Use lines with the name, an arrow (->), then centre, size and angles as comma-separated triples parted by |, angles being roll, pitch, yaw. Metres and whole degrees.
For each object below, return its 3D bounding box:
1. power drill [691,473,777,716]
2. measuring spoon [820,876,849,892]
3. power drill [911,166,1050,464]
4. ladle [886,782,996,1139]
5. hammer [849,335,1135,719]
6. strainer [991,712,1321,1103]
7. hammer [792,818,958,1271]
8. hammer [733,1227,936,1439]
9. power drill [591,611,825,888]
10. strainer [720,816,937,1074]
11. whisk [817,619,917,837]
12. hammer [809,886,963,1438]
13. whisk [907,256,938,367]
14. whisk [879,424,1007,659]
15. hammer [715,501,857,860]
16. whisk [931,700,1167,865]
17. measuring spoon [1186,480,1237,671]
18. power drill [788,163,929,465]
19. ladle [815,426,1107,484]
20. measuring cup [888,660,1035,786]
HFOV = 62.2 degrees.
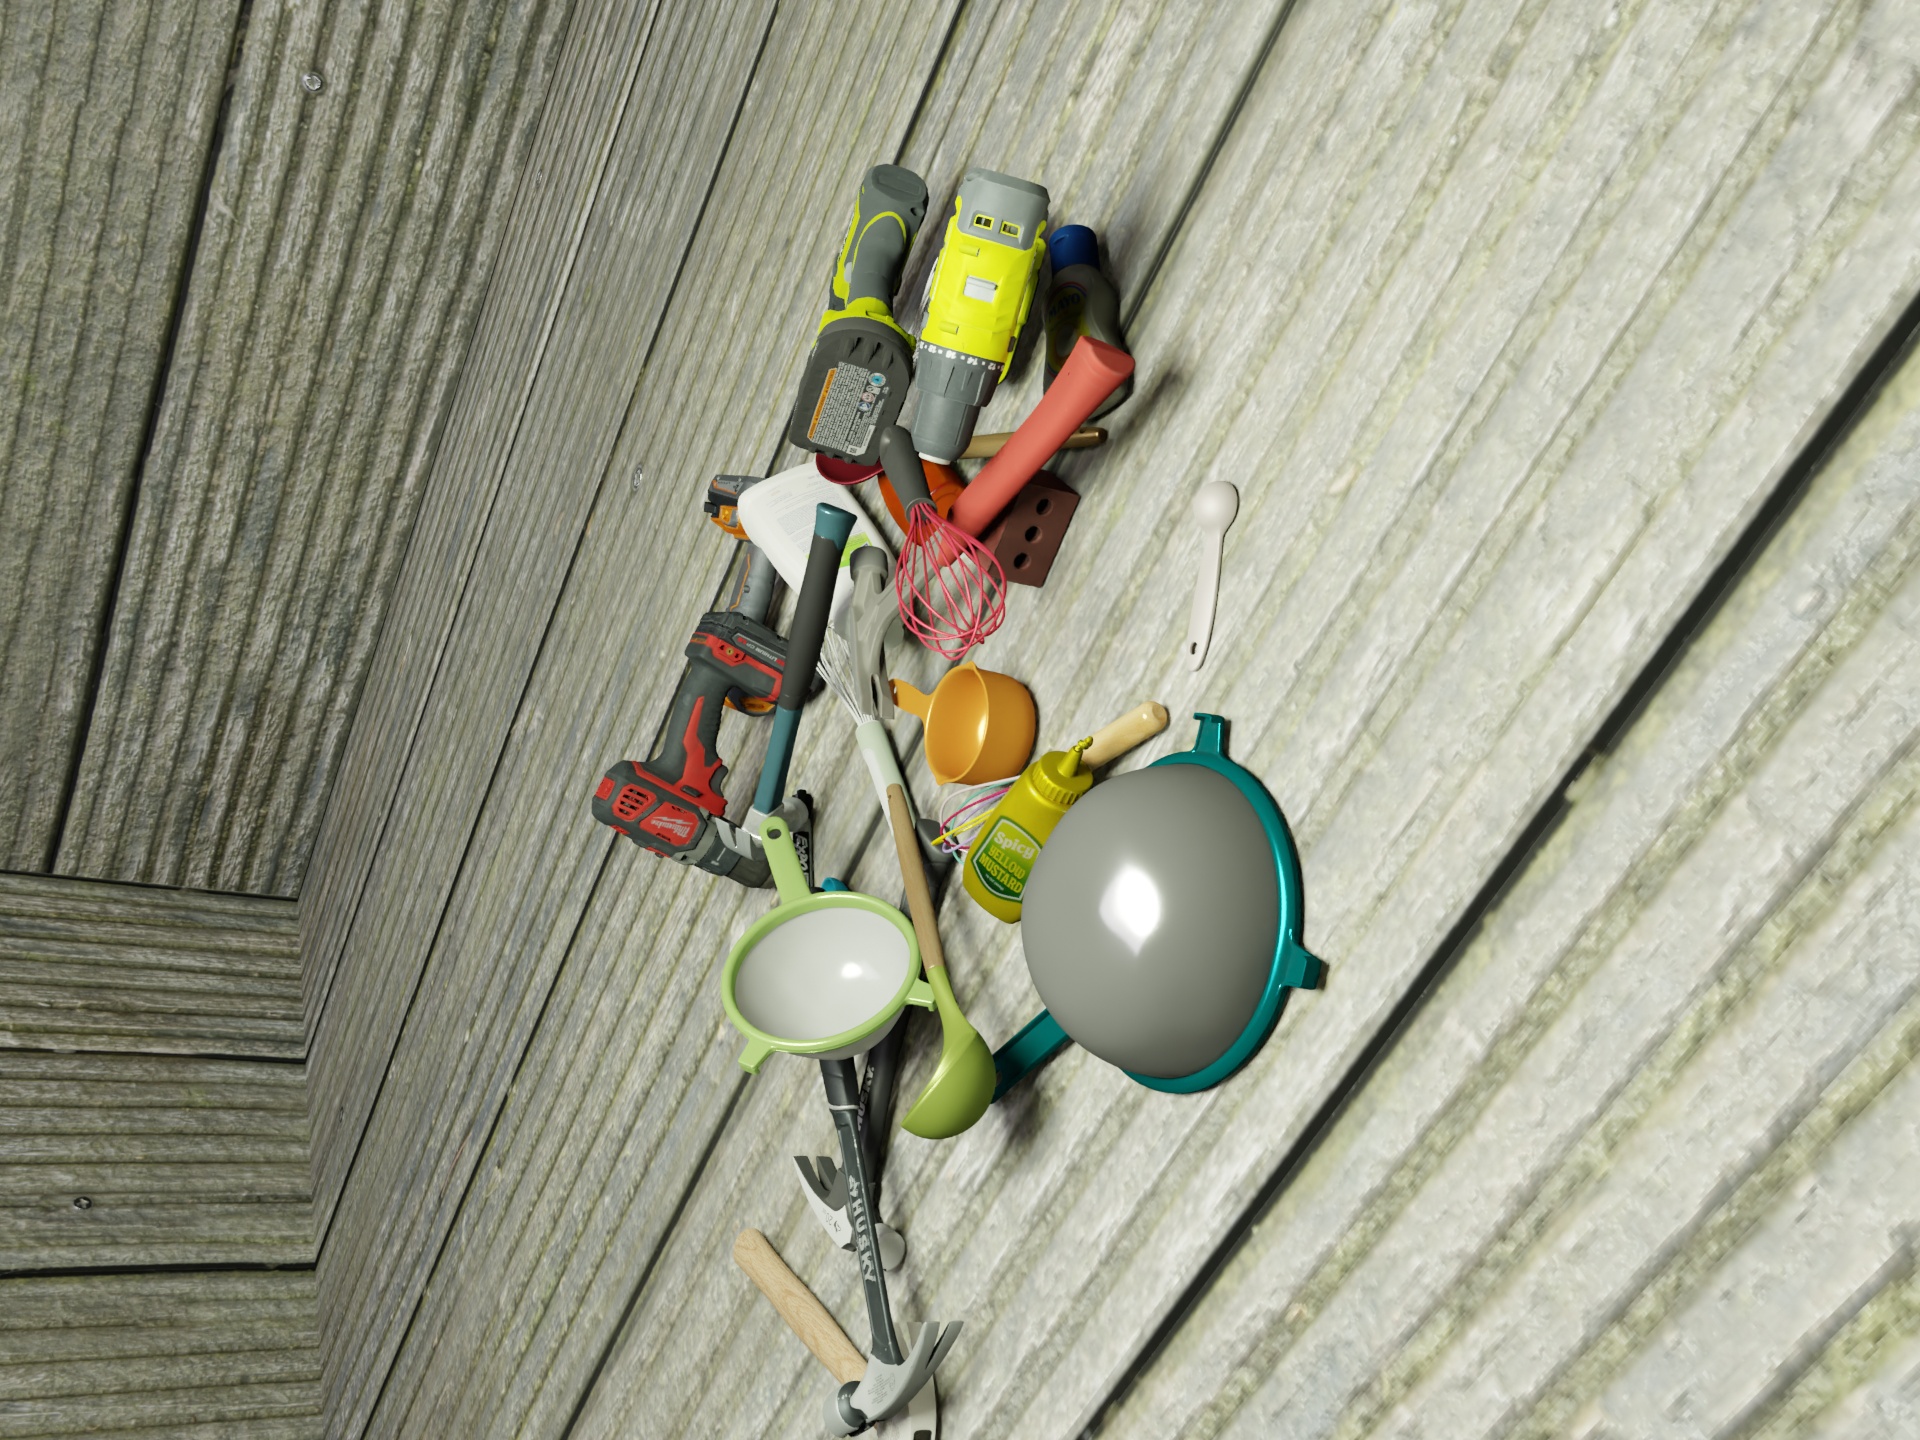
power drill -> -0.217, -0.126, 1.579 | 0.164, 0.084, 0.226 | 17, 99, 60
measuring spoon -> -0.120, 0.183, 1.389 | 0.128, 0.021, 0.042 | 119, 145, -43
power drill -> 0.009, -0.288, 1.140 | 0.229, 0.080, 0.190 | -84, 10, -74
ladle -> -0.032, 0.156, 1.133 | 0.078, 0.062, 0.321 | -54, 33, 31
hammer -> 0.011, -0.143, 1.143 | 0.359, 0.036, 0.149 | -42, 46, 48
strainer -> 0.068, 0.155, 1.005 | 0.340, 0.095, 0.211 | -50, 42, 38
hammer -> -0.058, 0.242, 1.245 | 0.146, 0.035, 0.335 | 18, 96, 58
hammer -> -0.107, 0.484, 1.253 | 0.331, 0.031, 0.130 | 19, 97, 59
power drill -> -0.209, 0.032, 1.461 | 0.227, 0.187, 0.080 | -63, 24, -9
strainer -> -0.114, 0.174, 1.230 | 0.257, 0.151, 0.069 | -118, 12, -51
whisk -> -0.080, 0.002, 1.345 | 0.057, 0.059, 0.247 | 114, 144, -44
hammer -> -0.084, 0.307, 1.201 | 0.149, 0.036, 0.409 | -47, 44, 38
whisk -> -0.033, -0.327, 1.365 | 0.284, 0.070, 0.070 | -34, 52, 57
whisk -> -0.024, -0.136, 1.112 | 0.073, 0.073, 0.296 | -61, 27, 28
hammer -> -0.136, -0.027, 1.310 | 0.033, 0.128, 0.330 | 23, 117, 14
whisk -> 0.056, 0.046, 1.112 | 0.245, 0.047, 0.051 | -35, 51, 46
measuring spoon -> 0.153, -0.093, 1.016 | 0.034, 0.018, 0.124 | 5, 86, 59
power drill -> -0.082, -0.323, 1.307 | 0.171, 0.080, 0.223 | 119, 161, -50
ladle -> -0.005, -0.216, 1.256 | 0.315, 0.031, 0.069 | 6, 62, 47
measuring cup -> -0.002, -0.004, 1.213 | 0.174, 0.052, 0.095 | 28, 105, 60
